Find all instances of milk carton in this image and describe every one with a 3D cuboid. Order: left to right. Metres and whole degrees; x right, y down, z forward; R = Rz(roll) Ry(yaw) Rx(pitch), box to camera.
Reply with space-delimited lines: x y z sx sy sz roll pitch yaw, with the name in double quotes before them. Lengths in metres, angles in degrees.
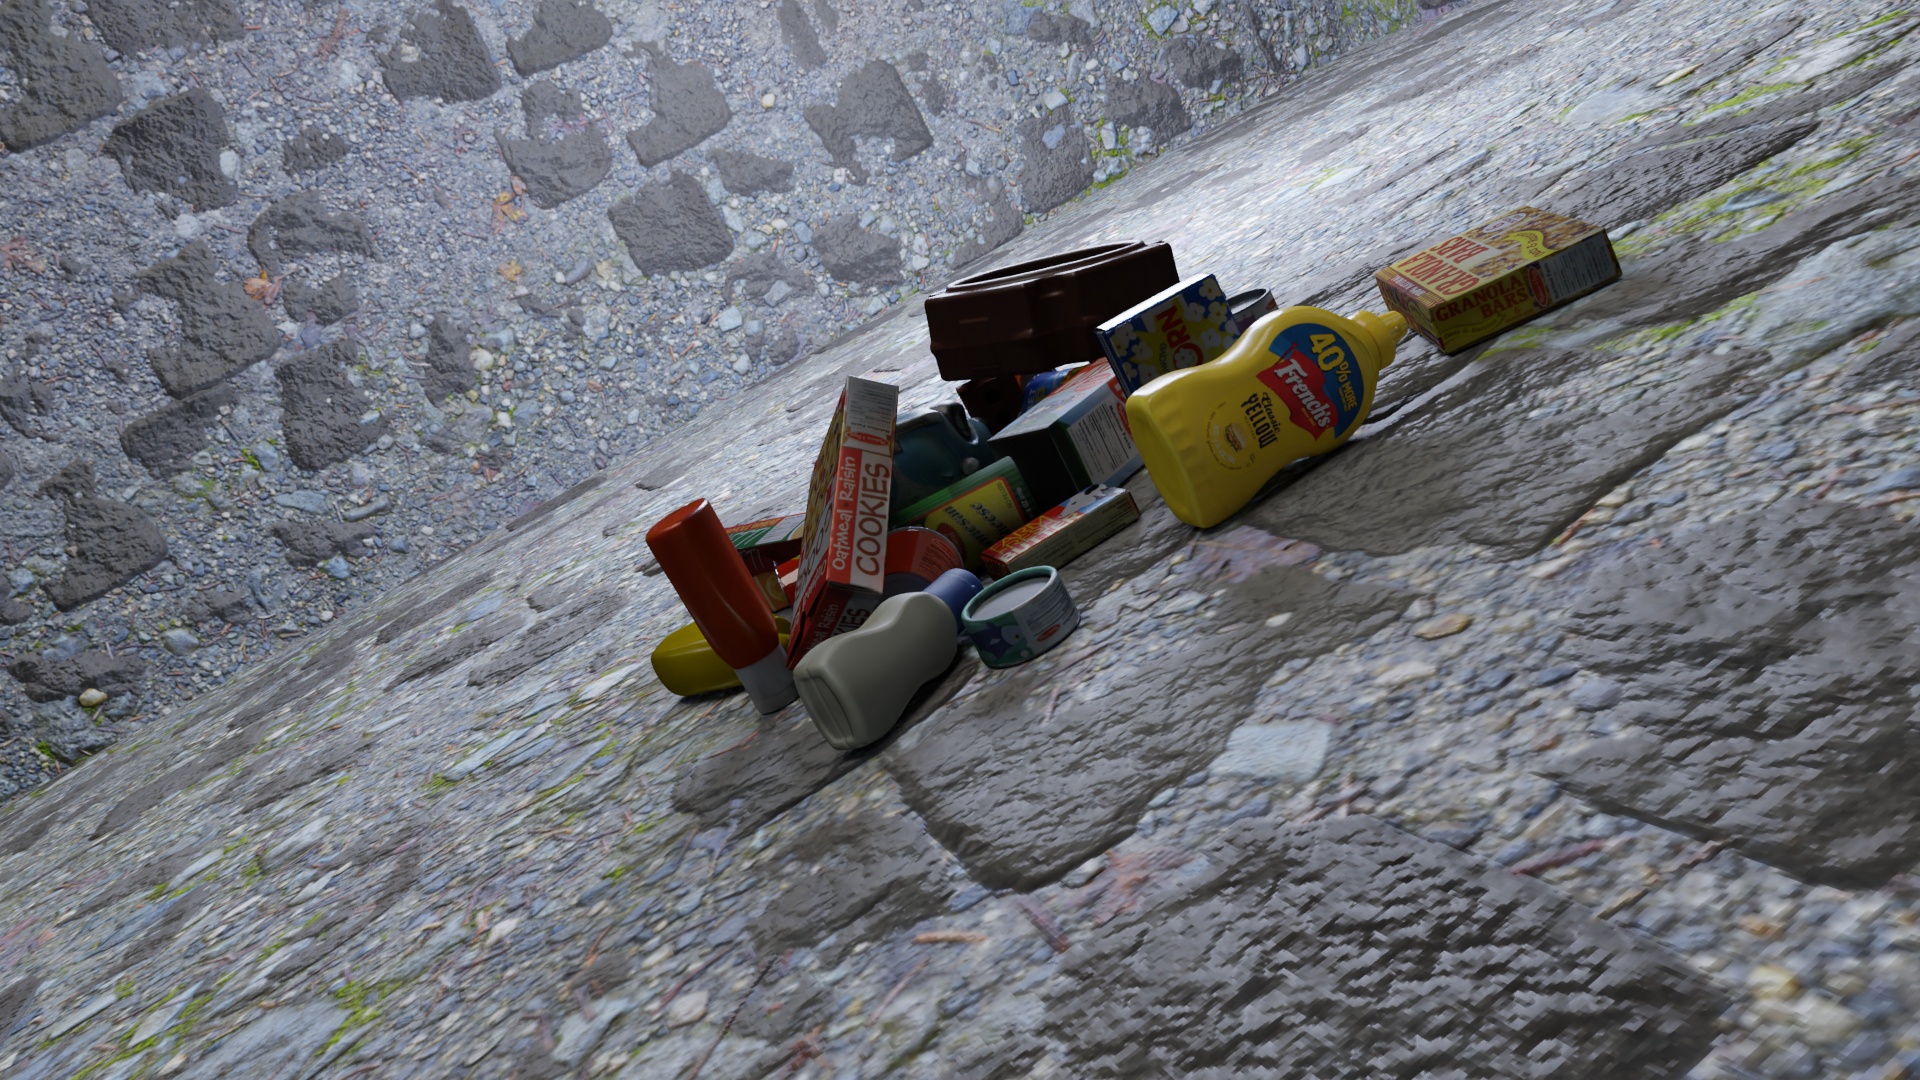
"milk carton" 0.116 -0.096 1.084 0.191 0.073 0.072 -38 18 -35

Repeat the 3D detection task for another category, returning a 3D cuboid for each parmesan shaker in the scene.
"parmesan shaker" 0.004 -0.013 1.009 0.103 0.071 0.071 -27 15 1

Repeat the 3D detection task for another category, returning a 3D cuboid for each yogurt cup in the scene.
"yogurt cup" -0.034 0.032 0.947 0.072 0.072 0.054 -23 24 18

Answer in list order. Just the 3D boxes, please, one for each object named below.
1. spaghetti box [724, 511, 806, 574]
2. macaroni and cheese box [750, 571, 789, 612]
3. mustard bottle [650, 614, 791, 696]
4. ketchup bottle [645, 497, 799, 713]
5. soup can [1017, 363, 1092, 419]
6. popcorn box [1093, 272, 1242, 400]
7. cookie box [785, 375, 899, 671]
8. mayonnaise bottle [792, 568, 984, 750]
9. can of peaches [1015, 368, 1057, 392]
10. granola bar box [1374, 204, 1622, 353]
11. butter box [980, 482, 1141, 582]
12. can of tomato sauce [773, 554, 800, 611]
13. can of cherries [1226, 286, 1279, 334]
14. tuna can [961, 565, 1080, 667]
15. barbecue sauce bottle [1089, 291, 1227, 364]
"spaghetti box" -0.169 0.005 1.178 0.249 0.028 0.050 -9 27 48
"macaroni and cheese box" -0.106 0.002 1.212 0.166 0.040 0.124 -22 16 21
"mustard bottle" -0.166 0.082 1.037 0.160 0.048 0.065 -12 22 45
"ketchup bottle" -0.156 0.047 0.943 0.043 0.148 0.065 -24 14 15
"soup can" 0.100 -0.115 1.190 0.071 0.071 0.083 -36 17 -28
"popcorn box" 0.158 -0.109 0.954 0.085 0.126 0.038 -29 12 -5
"cookie box" -0.080 -0.008 0.941 0.122 0.040 0.168 120 158 -53
"mayonnaise bottle" -0.037 0.065 0.848 0.041 0.064 0.149 -18 13 41
"can of peaches" 0.058 -0.142 1.358 0.058 0.071 0.071 -13 21 43
"granola bar box" 0.382 -0.191 1.005 0.124 0.039 0.166 -24 16 11
"butter box" 0.068 -0.004 0.958 0.104 0.024 0.053 -31 16 -12
"can of tomato sauce" -0.087 0.028 1.037 0.083 0.071 0.071 -28 15 -1
"can of cherries" 0.235 -0.169 1.152 0.071 0.058 0.072 -26 16 8
"tuna can" 0.034 0.045 0.839 0.071 0.032 0.071 -25 15 8
"barbecue sauce bottle" 0.198 -0.214 1.394 0.148 0.043 0.065 -15 20 38
